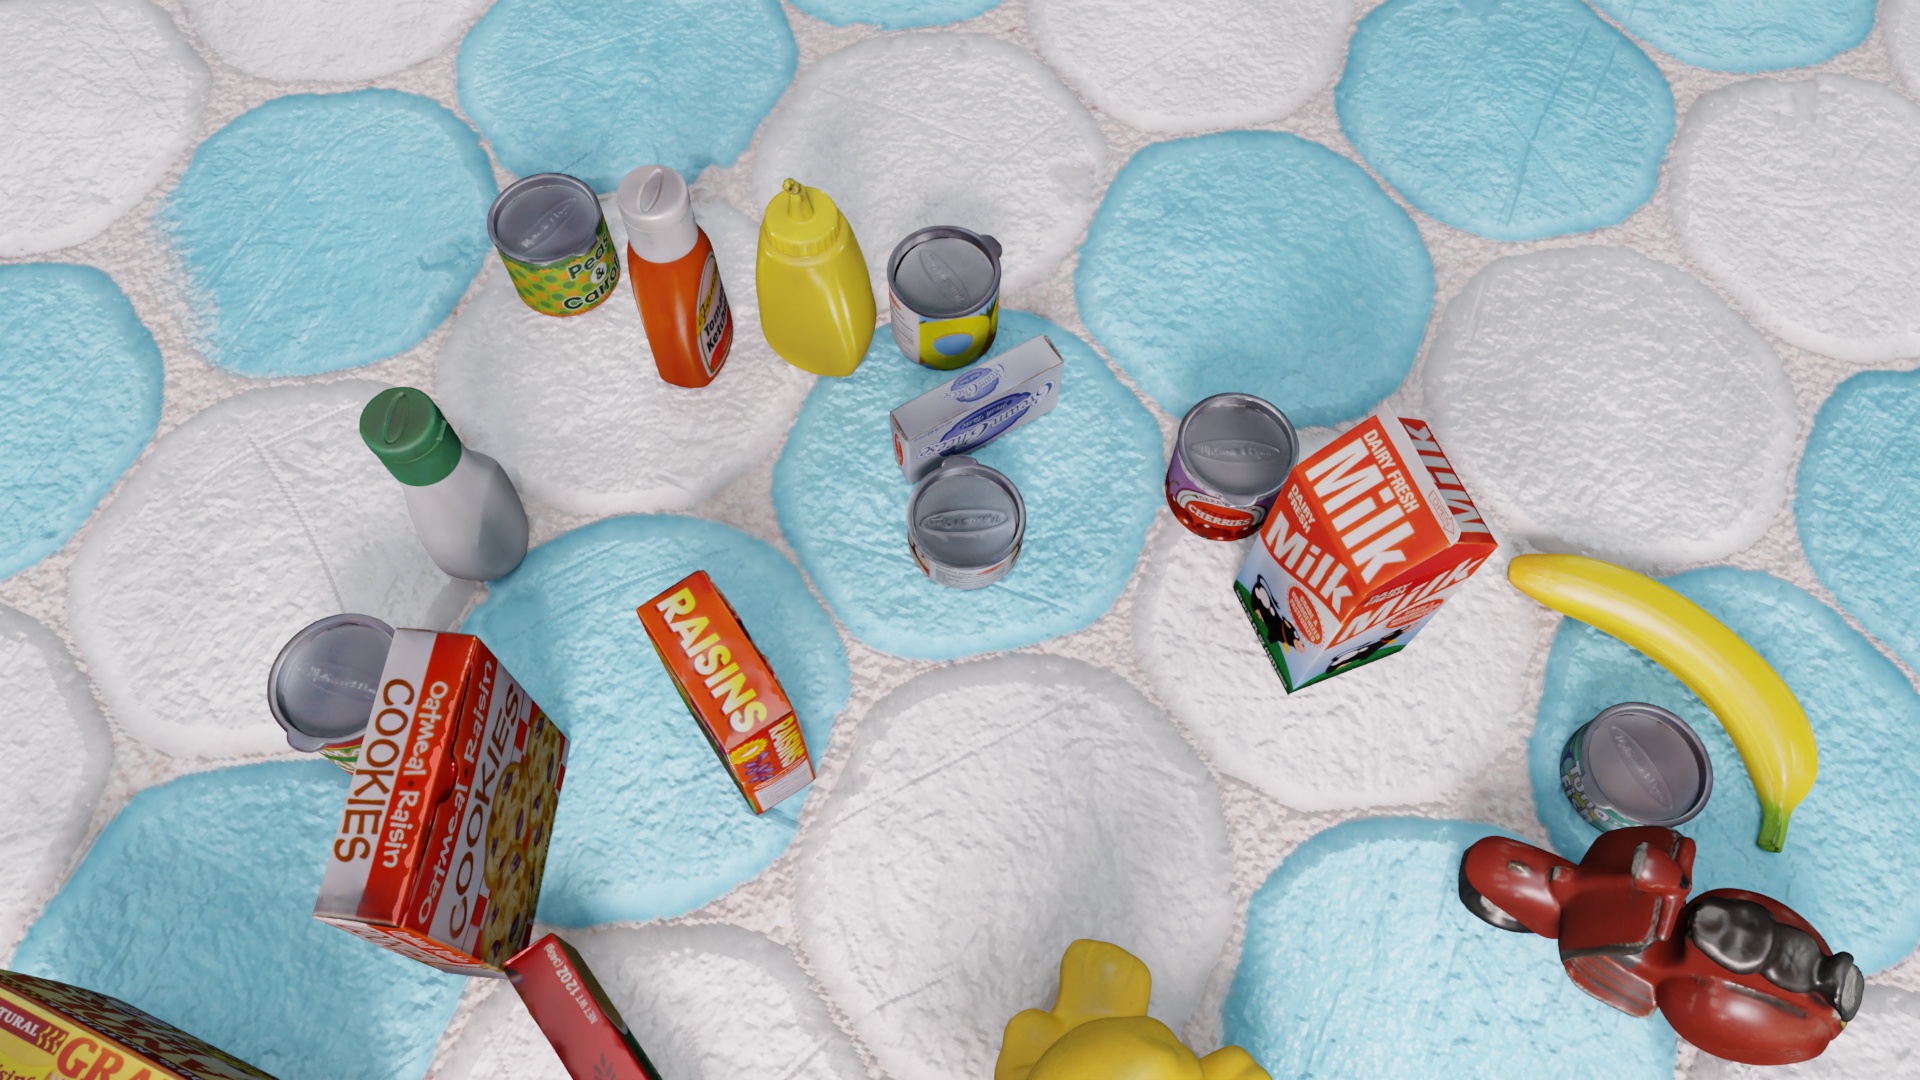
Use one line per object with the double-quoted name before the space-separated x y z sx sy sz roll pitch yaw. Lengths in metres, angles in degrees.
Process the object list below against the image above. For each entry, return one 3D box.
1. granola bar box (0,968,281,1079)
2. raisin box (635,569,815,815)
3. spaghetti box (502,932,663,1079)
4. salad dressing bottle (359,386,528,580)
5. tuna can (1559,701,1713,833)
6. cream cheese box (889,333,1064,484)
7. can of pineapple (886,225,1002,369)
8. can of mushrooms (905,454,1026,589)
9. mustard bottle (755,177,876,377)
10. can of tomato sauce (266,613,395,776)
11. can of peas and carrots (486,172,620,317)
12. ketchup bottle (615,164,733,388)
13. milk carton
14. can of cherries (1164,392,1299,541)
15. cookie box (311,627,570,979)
"granola bar box" -0.344 0.241 0.603 0.166 0.123 0.039 22 67 9
"raisin box" -0.112 0.078 0.684 0.040 0.123 0.086 -31 69 -14
"spaghetti box" -0.126 0.288 0.625 0.029 0.050 0.250 -35 70 -15
"salad dressing bottle" -0.264 -0.028 0.717 0.044 0.147 0.064 4 65 1
"tuna can" 0.347 0.121 0.720 0.071 0.032 0.071 0 65 -1
"cream cheese box" 0.009 -0.075 0.795 0.104 0.053 0.024 -29 69 -13
"can of pineapple" -0.008 -0.144 0.825 0.071 0.057 0.071 0 65 -1
"can of mushrooms" 0.003 -0.010 0.776 0.071 0.033 0.071 0 65 -1
"mustard bottle" -0.082 -0.150 0.770 0.065 0.159 0.049 16 66 7
"can of tomato sauce" -0.298 0.084 0.700 0.071 0.082 0.071 0 65 -1
"can of peas and carrots" -0.241 -0.176 0.836 0.071 0.058 0.071 0 65 -1
"ketchup bottle" -0.159 -0.147 0.774 0.043 0.148 0.065 10 66 4
"milk carton" 0.199 0.006 0.685 0.073 0.189 0.072 -20 67 -9
"can of cherries" 0.150 -0.038 0.778 0.071 0.058 0.072 0 65 -1
"cookie box" -0.227 0.126 0.635 0.040 0.166 0.123 5 65 2
